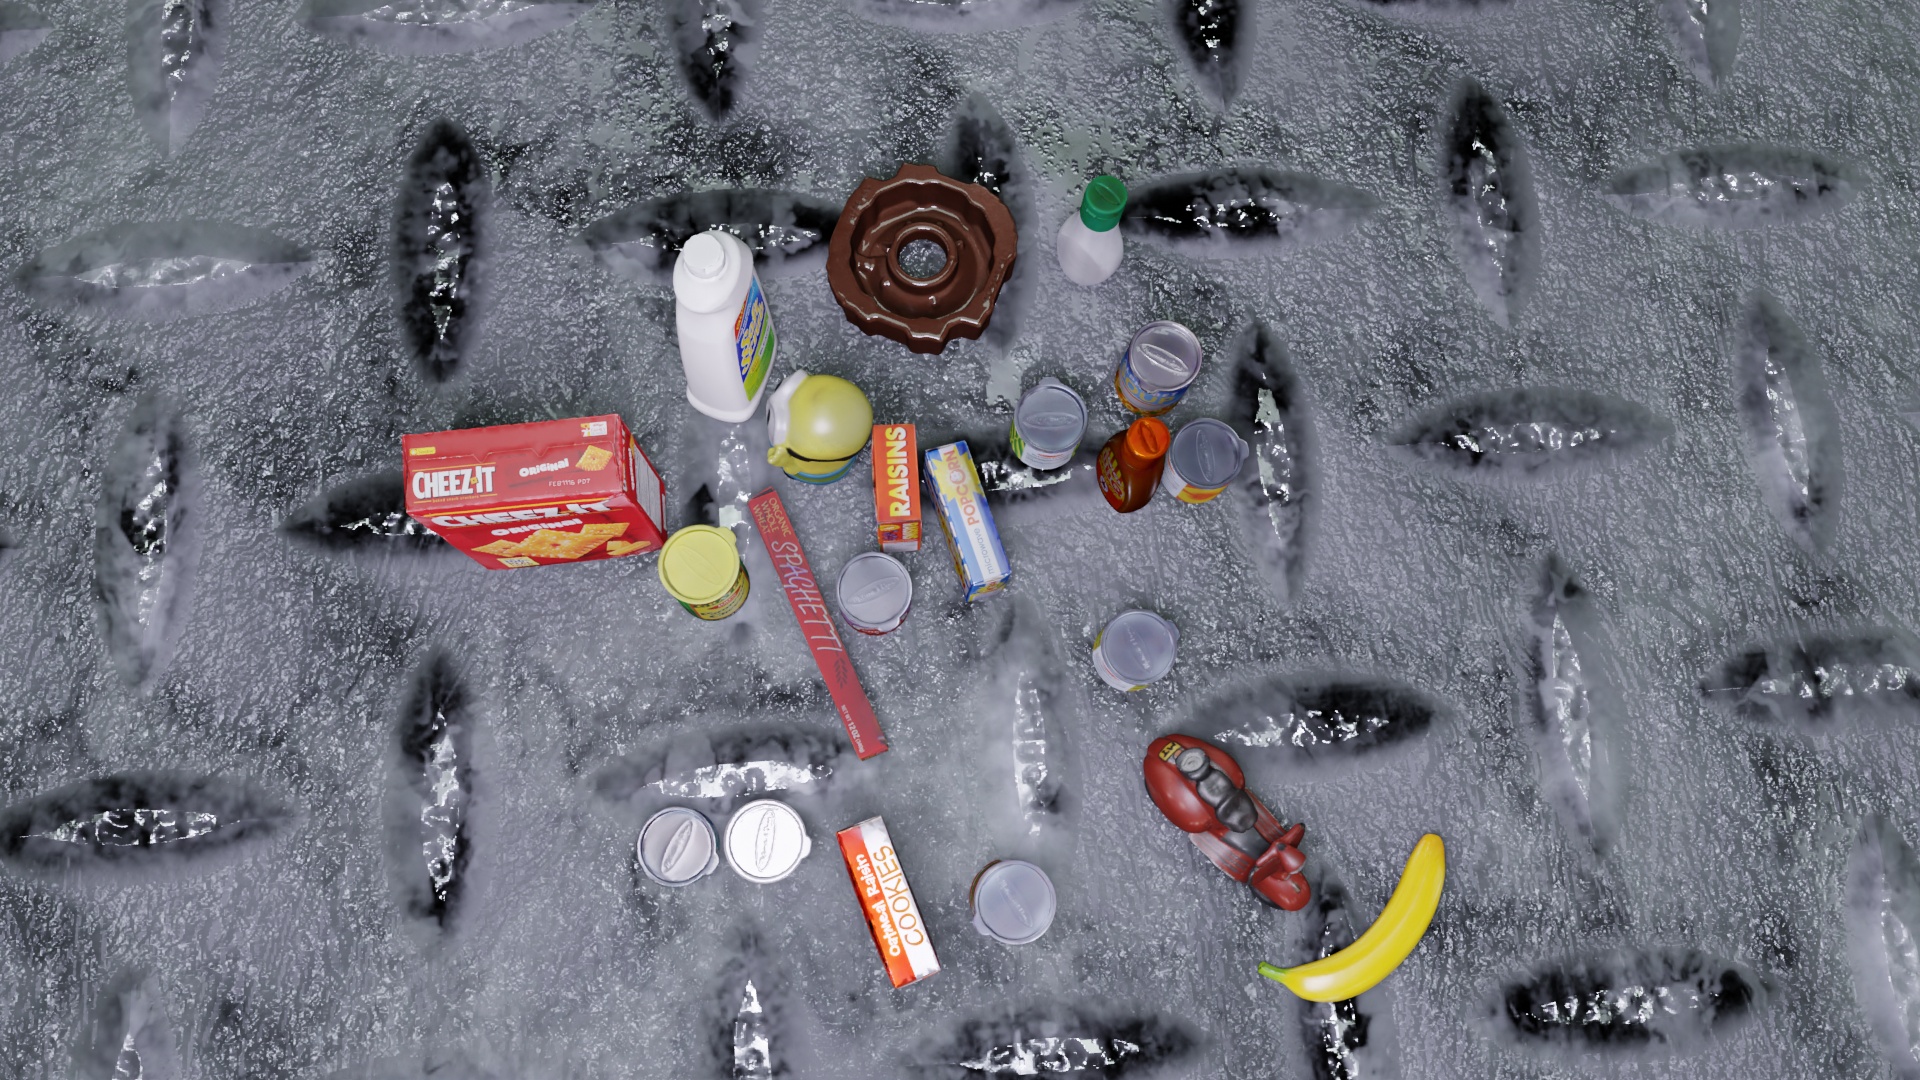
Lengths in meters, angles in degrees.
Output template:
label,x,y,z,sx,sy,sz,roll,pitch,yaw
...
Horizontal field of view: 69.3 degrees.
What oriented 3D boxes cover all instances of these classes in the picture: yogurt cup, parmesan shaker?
label,x,y,z,sx,sy,sz,roll,pitch,yaw
yogurt cup,-0.162,0.252,1.165,0.072,0.054,0.072,1,78,-3
parmesan shaker,-0.215,0.028,1.188,0.071,0.103,0.071,1,78,-3

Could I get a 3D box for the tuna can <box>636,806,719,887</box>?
label,x,y,z,sx,sy,sz,roll,pitch,yaw
tuna can,-0.235,0.259,1.171,0.071,0.032,0.071,1,78,-3

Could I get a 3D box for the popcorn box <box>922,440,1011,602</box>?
label,x,y,z,sx,sy,sz,roll,pitch,yaw
popcorn box,0.004,-0.015,1.217,0.038,0.085,0.127,-18,79,-6

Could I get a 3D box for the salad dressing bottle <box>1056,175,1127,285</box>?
label,x,y,z,sx,sy,sz,roll,pitch,yaw
salad dressing bottle,0.121,-0.278,1.250,0.064,0.147,0.044,42,79,6

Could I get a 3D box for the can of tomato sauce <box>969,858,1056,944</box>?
label,x,y,z,sx,sy,sz,roll,pitch,yaw
can of tomato sauce,0.040,0.299,1.150,0.071,0.083,0.071,1,78,-3

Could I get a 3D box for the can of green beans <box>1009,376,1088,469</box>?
label,x,y,z,sx,sy,sz,roll,pitch,yaw
can of green beans,0.079,-0.103,1.254,0.071,0.057,0.071,1,78,-3

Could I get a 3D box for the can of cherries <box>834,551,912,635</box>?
label,x,y,z,sx,sy,sz,roll,pitch,yaw
can of cherries,-0.075,0.050,1.212,0.071,0.058,0.071,1,78,-3

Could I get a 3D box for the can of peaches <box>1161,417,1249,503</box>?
label,x,y,z,sx,sy,sz,roll,pitch,yaw
can of peaches,0.219,-0.071,1.254,0.071,0.058,0.071,1,78,-3

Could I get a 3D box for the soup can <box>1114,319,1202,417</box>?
label,x,y,z,sx,sy,sz,roll,pitch,yaw
soup can,0.176,-0.152,1.257,0.071,0.083,0.071,1,78,-3

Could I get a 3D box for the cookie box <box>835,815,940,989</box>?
label,x,y,z,sx,sy,sz,roll,pitch,yaw
cookie box,-0.058,0.284,1.105,0.040,0.167,0.123,-22,80,-7

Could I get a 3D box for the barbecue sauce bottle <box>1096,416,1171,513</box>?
label,x,y,z,sx,sy,sz,roll,pitch,yaw
barbecue sauce bottle,0.151,-0.069,1.204,0.044,0.148,0.065,-20,80,-7

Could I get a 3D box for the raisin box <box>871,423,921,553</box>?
label,x,y,z,sx,sy,sz,roll,pitch,yaw
raisin box,-0.056,-0.043,1.201,0.040,0.123,0.086,-3,78,-3

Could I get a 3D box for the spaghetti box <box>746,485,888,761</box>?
label,x,y,z,sx,sy,sz,roll,pitch,yaw
spaghetti box,-0.124,0.073,1.209,0.029,0.050,0.250,-24,80,-7

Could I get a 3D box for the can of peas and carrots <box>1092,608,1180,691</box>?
label,x,y,z,sx,sy,sz,roll,pitch,yaw
can of peas and carrots,0.153,0.095,1.213,0.071,0.058,0.071,1,78,-3
